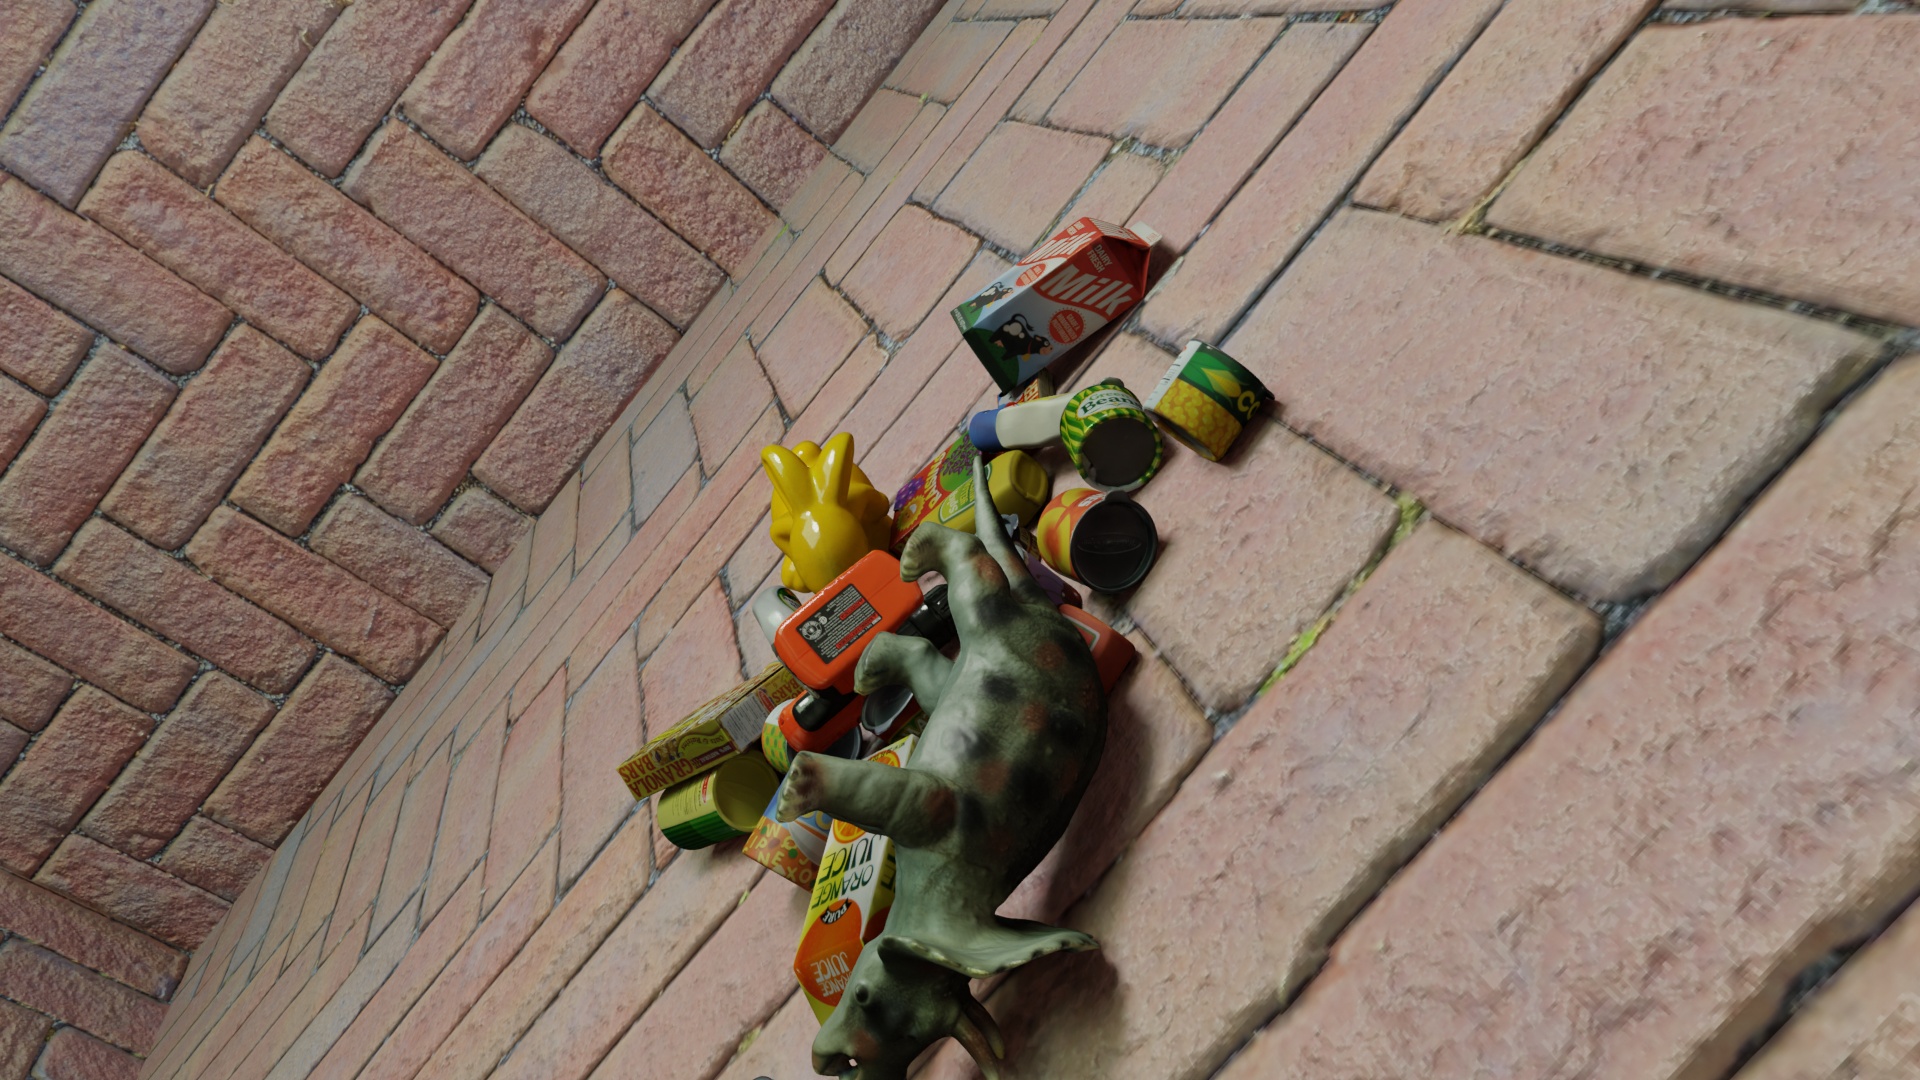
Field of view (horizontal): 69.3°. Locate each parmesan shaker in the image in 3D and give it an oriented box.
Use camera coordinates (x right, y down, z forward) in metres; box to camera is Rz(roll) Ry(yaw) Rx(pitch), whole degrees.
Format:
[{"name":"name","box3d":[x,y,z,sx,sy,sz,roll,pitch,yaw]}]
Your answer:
[{"name":"parmesan shaker","box3d":[-0.209,0.225,1.203,0.102,0.071,0.072,-28,34,46]}]

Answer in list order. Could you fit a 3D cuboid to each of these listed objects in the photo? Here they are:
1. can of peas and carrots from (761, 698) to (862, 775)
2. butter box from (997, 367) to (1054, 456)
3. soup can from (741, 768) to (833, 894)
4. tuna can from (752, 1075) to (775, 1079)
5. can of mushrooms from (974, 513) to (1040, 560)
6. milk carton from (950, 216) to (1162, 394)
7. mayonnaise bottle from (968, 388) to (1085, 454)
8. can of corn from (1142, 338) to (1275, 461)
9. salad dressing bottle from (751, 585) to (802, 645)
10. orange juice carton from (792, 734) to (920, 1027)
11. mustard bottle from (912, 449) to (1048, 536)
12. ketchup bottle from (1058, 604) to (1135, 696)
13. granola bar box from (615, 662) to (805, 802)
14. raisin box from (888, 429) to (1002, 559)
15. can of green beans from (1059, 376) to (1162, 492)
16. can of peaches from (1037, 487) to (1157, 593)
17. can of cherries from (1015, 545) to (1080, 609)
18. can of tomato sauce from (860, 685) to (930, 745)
[{"name":"can of peas and carrots","box3d":[-0.120,0.165,1.127,0.058,0.071,0.071,-4,53,61]},{"name":"butter box","box3d":[0.059,-0.114,1.235,0.053,0.024,0.104,-41,26,25]},{"name":"soup can","box3d":[-0.113,0.214,1.041,0.084,0.071,0.071,-60,24,-15]},{"name":"tuna can","box3d":[-0.121,0.373,0.869,0.071,0.033,0.071,-42,26,25]},{"name":"can of mushrooms","box3d":[0.032,0.014,1.093,0.071,0.033,0.071,-42,25,25]},{"name":"milk carton","box3d":[0.092,-0.222,1.239,0.190,0.073,0.072,-35,26,7]},{"name":"mayonnaise bottle","box3d":[0.066,-0.096,1.133,0.148,0.065,0.041,-4,96,52]},{"name":"can of corn","box3d":[0.169,-0.094,0.952,0.058,0.071,0.071,-54,23,0]},{"name":"salad dressing bottle","box3d":[-0.156,0.092,1.308,0.044,0.064,0.148,-42,32,-1]},{"name":"orange juice carton","box3d":[-0.045,0.228,0.883,0.071,0.073,0.194,-33,31,39]},{"name":"mustard bottle","box3d":[0.004,-0.015,1.165,0.159,0.049,0.066,-35,27,36]},{"name":"ketchup bottle","box3d":[0.050,0.116,0.900,0.149,0.043,0.065,-56,34,-5]},{"name":"granola bar box","box3d":[-0.210,0.162,1.220,0.165,0.039,0.125,-29,5,41]},{"name":"raisin box","box3d":[-0.009,-0.042,1.242,0.123,0.040,0.086,-40,27,30]},{"name":"can of green beans","box3d":[0.111,-0.076,1.028,0.071,0.071,0.058,-47,24,15]},{"name":"can of peaches","box3d":[0.093,-0.003,0.957,0.071,0.071,0.058,-55,22,-5]},{"name":"can of cherries","box3d":[0.044,0.044,0.996,0.071,0.058,0.072,-43,25,25]},{"name":"can of tomato sauce","box3d":[-0.016,0.124,0.962,0.071,0.083,0.071,-42,26,25]}]
